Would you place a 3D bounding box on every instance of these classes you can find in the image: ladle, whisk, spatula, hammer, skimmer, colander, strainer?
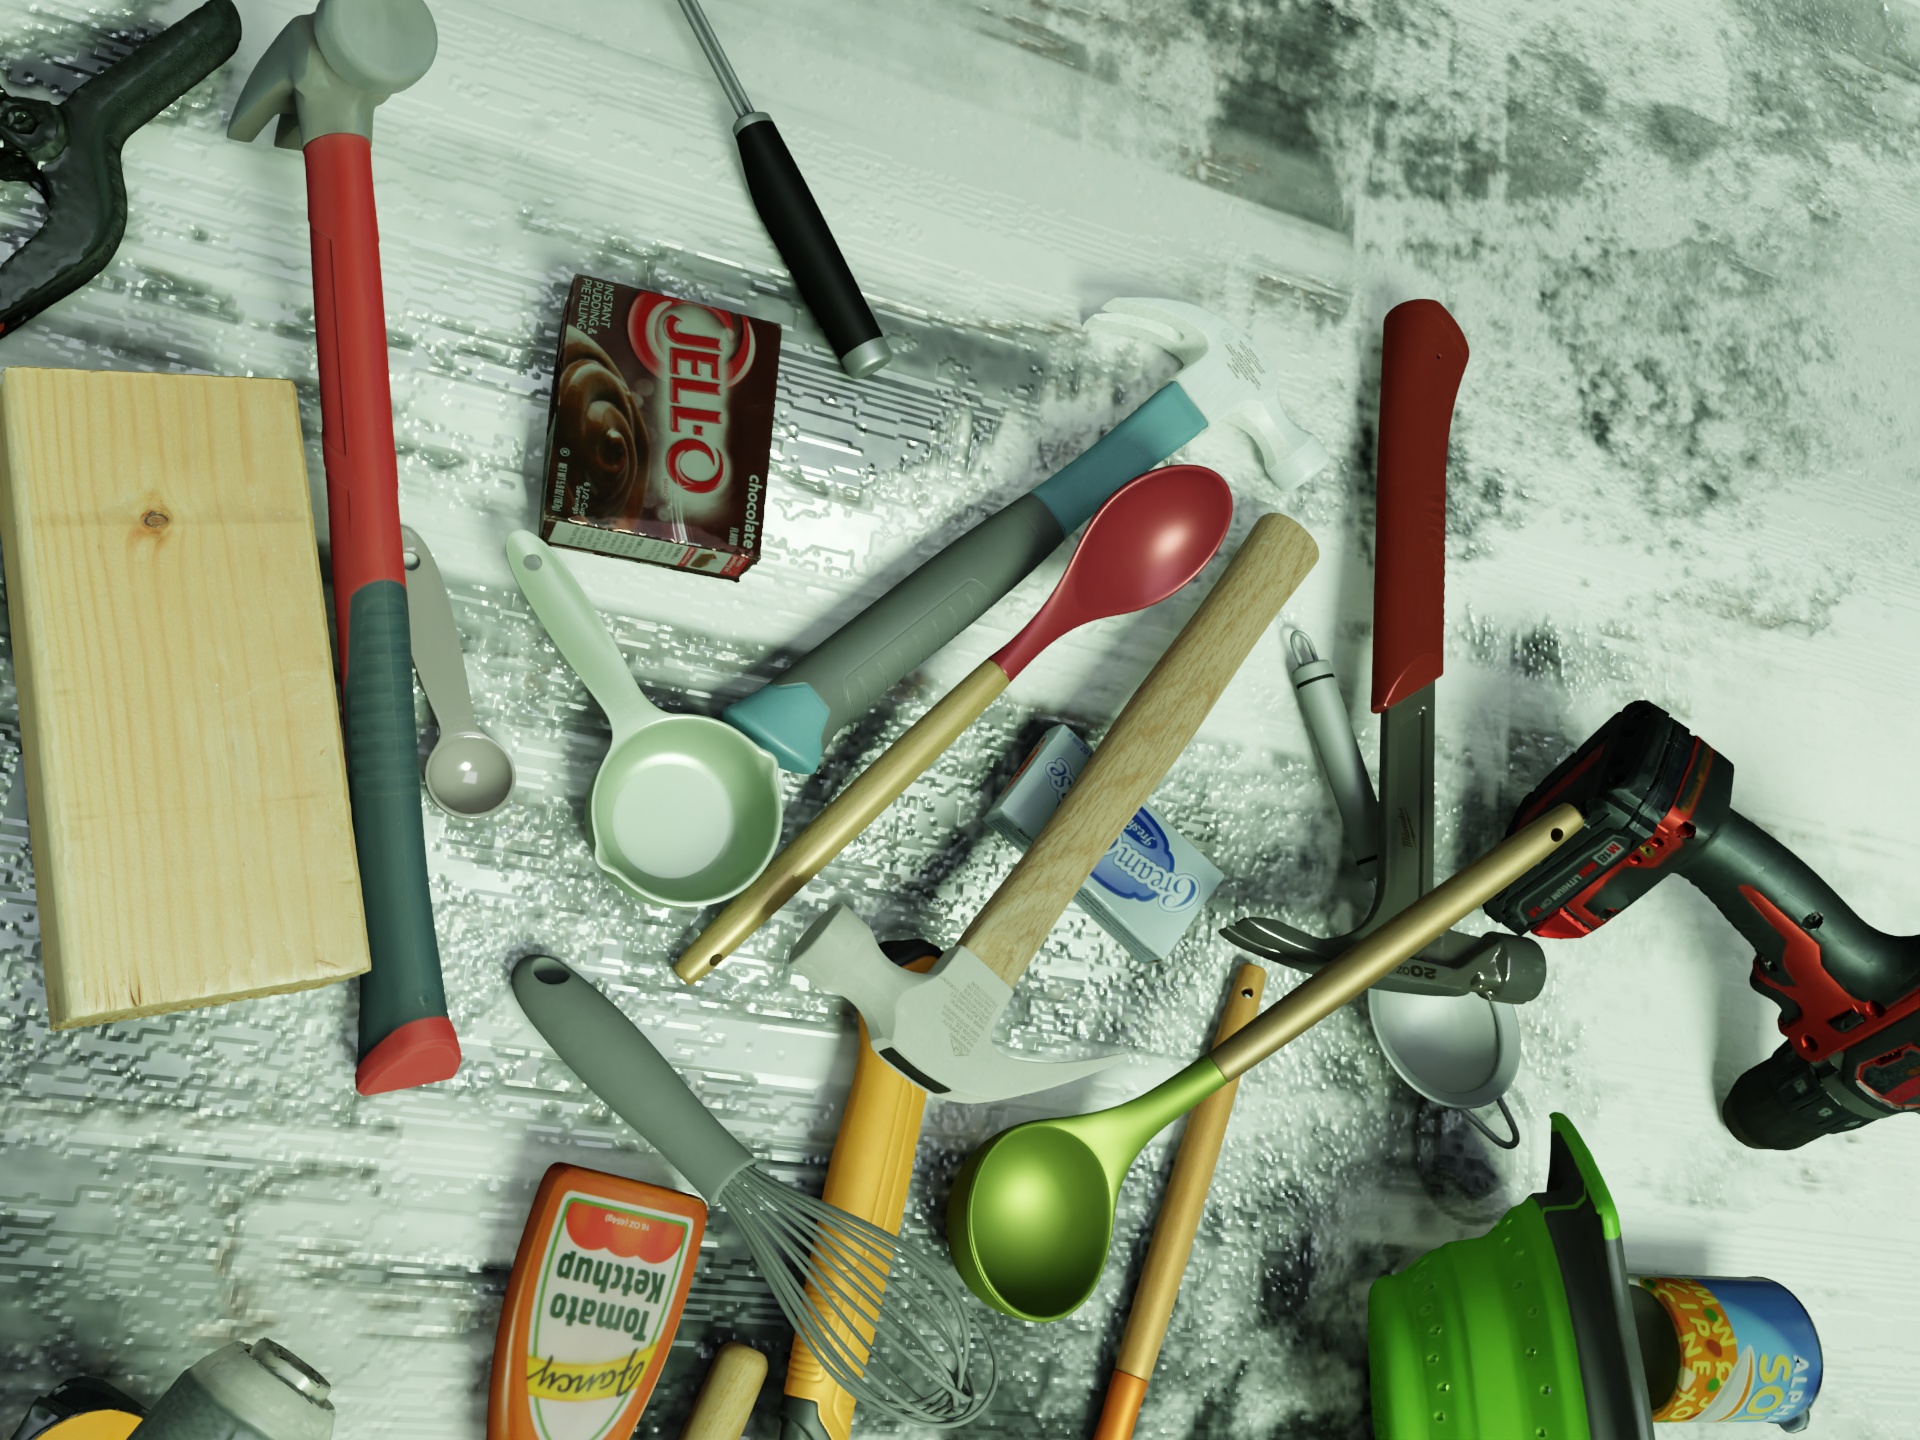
[{"bbox_3d":[0.131,0.132,0.652,0.320,0.062,0.078,-35,102,-3],"label":"ladle"},{"bbox_3d":[-0.081,0.164,0.578,0.239,0.055,0.055,39,64,18],"label":"whisk"},{"bbox_3d":[0.080,0.250,0.666,0.081,0.041,0.323,17,68,12],"label":"spatula"},{"bbox_3d":[-0.045,0.250,0.608,0.127,0.034,0.337,29,63,-37],"label":"hammer"},{"bbox_3d":[0.030,-0.084,0.725,0.331,0.033,0.128,-40,96,-25],"label":"hammer"},{"bbox_3d":[-0.099,-0.331,0.695,0.127,0.090,0.363,-29,93,-56],"label":"skimmer"},{"bbox_3d":[-0.225,-0.058,0.591,0.038,0.143,0.386,-5,91,-39],"label":"hammer"},{"bbox_3d":[-0.131,0.342,0.563,0.051,0.047,0.245,36,63,-24],"label":"whisk"},{"bbox_3d":[0.072,0.024,0.691,0.130,0.031,0.331,44,60,-7],"label":"hammer"},{"bbox_3d":[-0.001,-0.002,0.674,0.315,0.031,0.069,-44,134,-14],"label":"ladle"},{"bbox_3d":[0.229,0.371,0.672,0.094,0.204,0.397,-4,97,11],"label":"colander"},{"bbox_3d":[0.202,0.077,0.757,0.087,0.050,0.258,-9,76,-30],"label":"strainer"},{"bbox_3d":[0.207,-0.049,0.766,0.149,0.036,0.359,13,67,-13],"label":"hammer"}]

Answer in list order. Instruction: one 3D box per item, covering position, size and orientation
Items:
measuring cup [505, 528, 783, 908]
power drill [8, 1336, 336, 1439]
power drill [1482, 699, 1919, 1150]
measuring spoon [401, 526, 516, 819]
[{"bbox_3d":[-0.136,0.000,0.637,0.083,0.038,0.167,-32,90,-25],"label":"measuring cup"},{"bbox_3d":[-0.246,0.244,0.432,0.084,0.226,0.185,40,67,-10],"label":"power drill"},{"bbox_3d":[0.369,0.114,0.764,0.227,0.187,0.080,34,52,6],"label":"power drill"},{"bbox_3d":[-0.206,-0.018,0.627,0.034,0.018,0.124,-12,76,-31],"label":"measuring spoon"}]
